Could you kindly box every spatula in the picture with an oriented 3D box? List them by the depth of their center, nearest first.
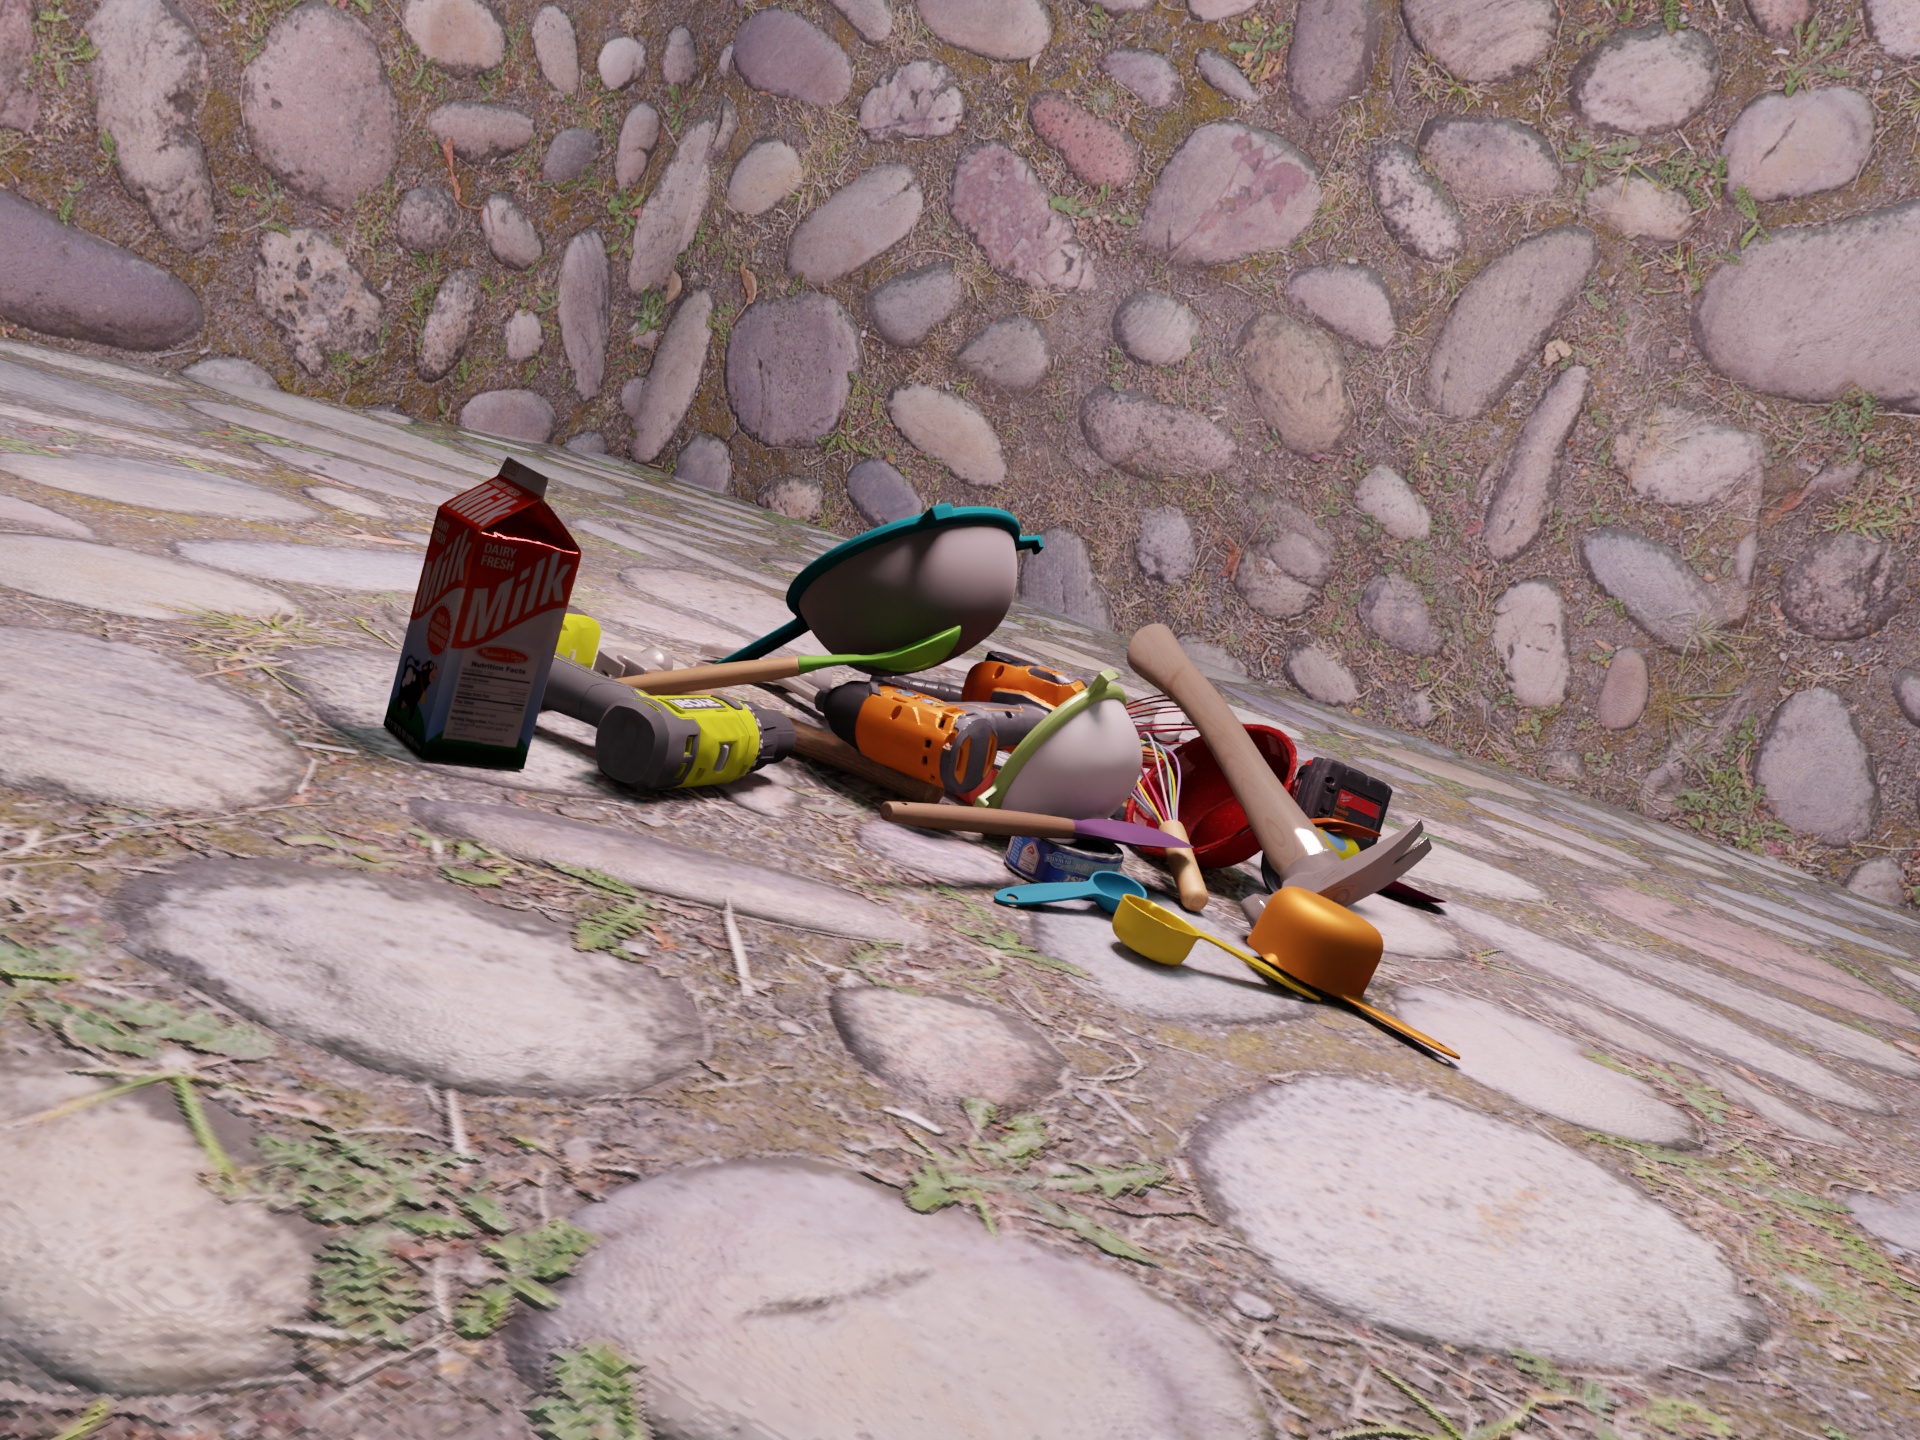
[{"bbox_3d":[0.059,0.075,1.141,0.315,0.018,0.060,9,11,-46],"label":"spatula"},{"bbox_3d":[0.240,0.057,1.480,0.081,0.041,0.323,17,8,-44],"label":"spatula"}]

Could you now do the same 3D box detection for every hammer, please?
[{"bbox_3d":[0.236,0.021,1.328,0.038,0.146,0.411,59,4,-34],"label":"hammer"},{"bbox_3d":[-0.165,0.002,1.330,0.331,0.031,0.130,21,10,20],"label":"hammer"},{"bbox_3d":[-0.096,0.000,1.451,0.149,0.036,0.359,9,12,-41],"label":"hammer"},{"bbox_3d":[0.065,-0.008,1.695,0.335,0.035,0.146,11,-16,3],"label":"hammer"}]

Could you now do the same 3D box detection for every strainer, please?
[{"bbox_3d":[0.109,0.062,1.307,0.069,0.151,0.256,44,-1,23],"label":"strainer"},{"bbox_3d":[-0.088,-0.069,1.383,0.340,0.095,0.211,-26,-14,24],"label":"strainer"}]

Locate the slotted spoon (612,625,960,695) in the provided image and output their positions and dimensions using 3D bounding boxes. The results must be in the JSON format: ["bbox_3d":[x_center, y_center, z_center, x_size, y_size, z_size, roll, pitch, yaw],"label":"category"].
[{"bbox_3d":[-0.153,-0.040,1.265,0.313,0.031,0.070,-7,6,0],"label":"slotted spoon"}]

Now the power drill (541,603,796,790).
[{"bbox_3d":[-0.246,-0.017,1.168,0.229,0.080,0.190,25,12,24],"label":"power drill"}]

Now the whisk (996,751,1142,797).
[{"bbox_3d":[0.135,0.050,1.538,0.285,0.070,0.070,25,11,15],"label":"whisk"}]

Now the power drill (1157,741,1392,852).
[{"bbox_3d":[0.294,0.068,1.555,0.143,0.078,0.220,21,-5,-41],"label":"power drill"}]

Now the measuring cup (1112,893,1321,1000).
[{"bbox_3d":[0.171,0.163,1.065,0.156,0.029,0.062,28,6,-10],"label":"measuring cup"}]

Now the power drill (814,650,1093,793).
[{"bbox_3d":[-0.002,-0.004,1.307,0.164,0.084,0.226,20,18,33],"label":"power drill"}]

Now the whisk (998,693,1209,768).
[{"bbox_3d":[0.111,0.014,1.489,0.296,0.073,0.073,-1,4,16],"label":"whisk"}]

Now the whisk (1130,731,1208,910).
[{"bbox_3d":[0.165,0.079,1.312,0.047,0.051,0.245,48,16,-26],"label":"whisk"}]

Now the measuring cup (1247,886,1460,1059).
[{"bbox_3d":[0.277,0.168,1.083,0.095,0.052,0.174,20,7,-45],"label":"measuring cup"}]

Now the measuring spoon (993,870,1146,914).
[{"bbox_3d":[0.074,0.127,1.113,0.128,0.021,0.042,0,28,-34],"label":"measuring spoon"}]

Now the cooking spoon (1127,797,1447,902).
[{"bbox_3d":[0.312,0.122,1.535,0.319,0.017,0.068,19,1,9],"label":"cooking spoon"}]
